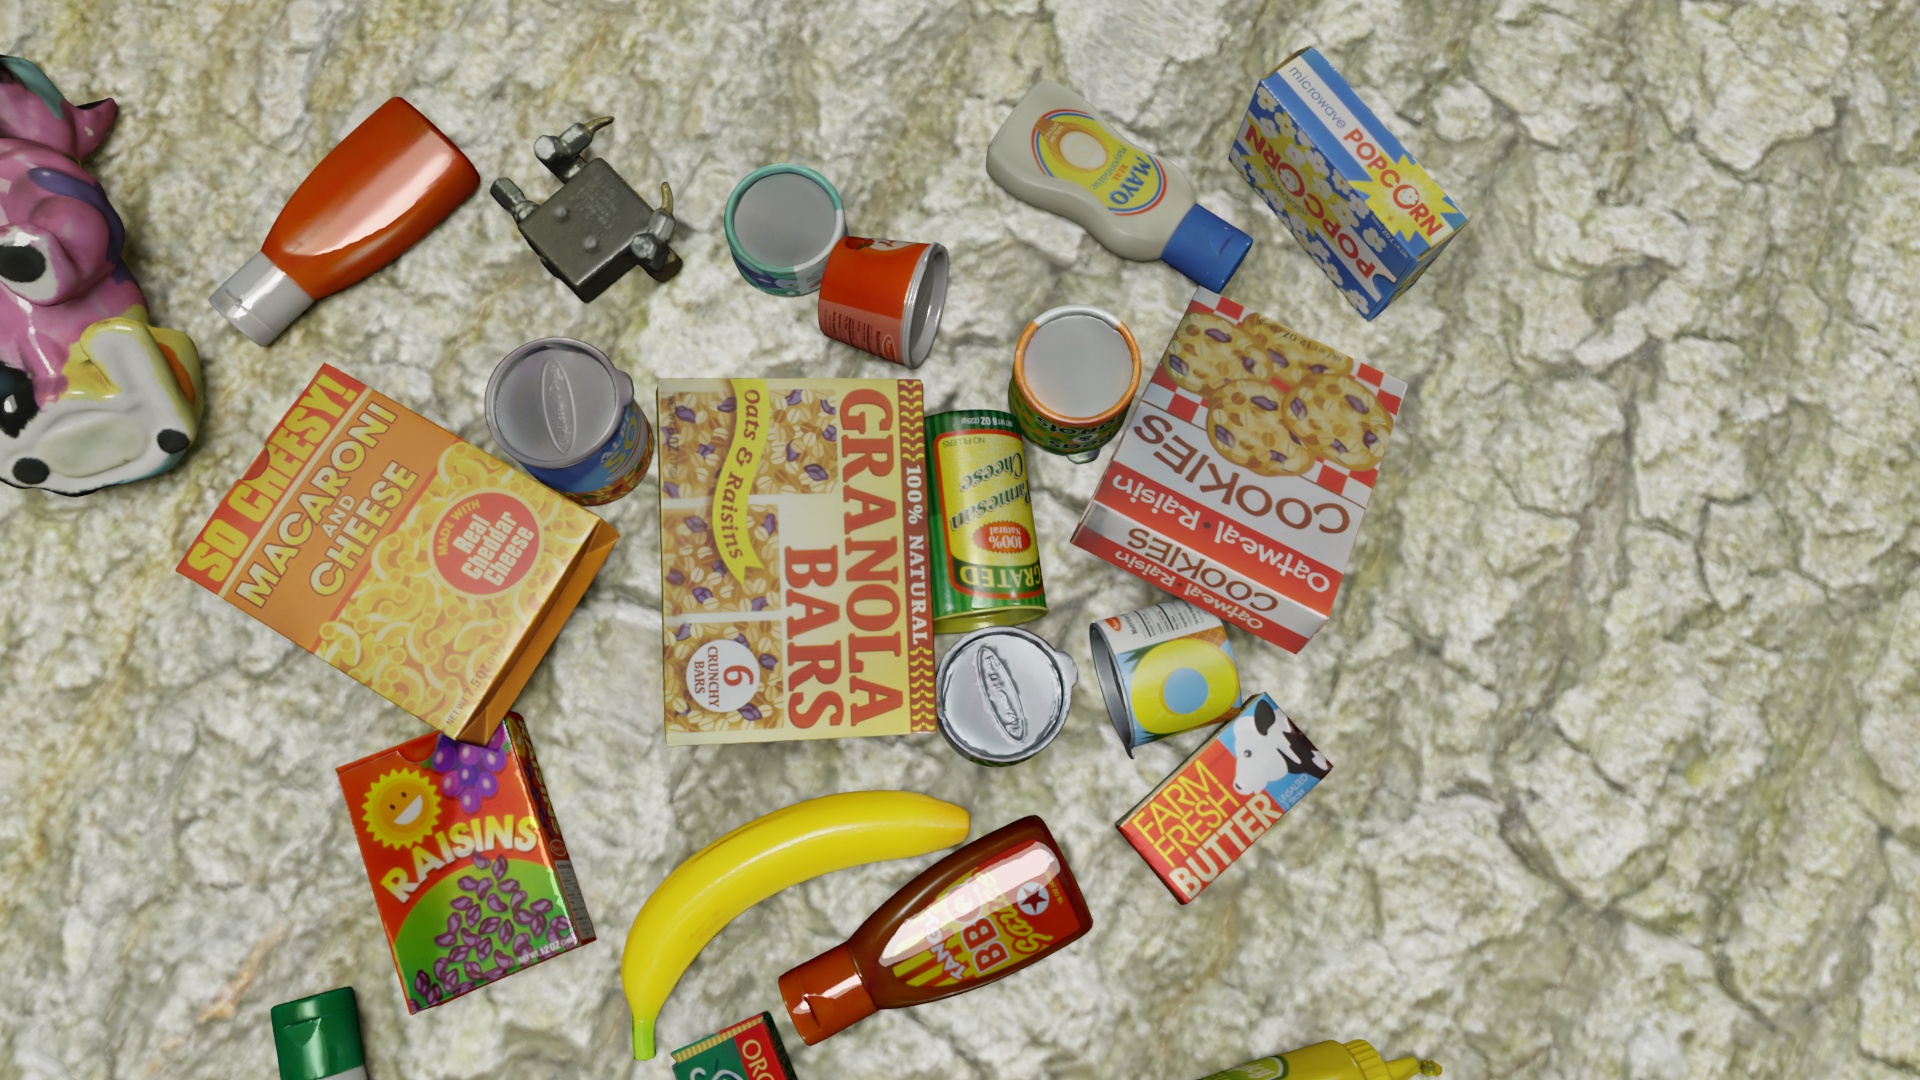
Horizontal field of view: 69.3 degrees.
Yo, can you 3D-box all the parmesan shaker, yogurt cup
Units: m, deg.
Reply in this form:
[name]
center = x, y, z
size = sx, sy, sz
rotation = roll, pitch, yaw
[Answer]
[parmesan shaker]
center = 0.003, -0.009, 0.705
size = 0.071, 0.071, 0.103
rotation = -7, 78, -3
[yogurt cup]
center = -0.041, -0.129, 0.735
size = 0.054, 0.072, 0.072
rotation = 15, 78, 10

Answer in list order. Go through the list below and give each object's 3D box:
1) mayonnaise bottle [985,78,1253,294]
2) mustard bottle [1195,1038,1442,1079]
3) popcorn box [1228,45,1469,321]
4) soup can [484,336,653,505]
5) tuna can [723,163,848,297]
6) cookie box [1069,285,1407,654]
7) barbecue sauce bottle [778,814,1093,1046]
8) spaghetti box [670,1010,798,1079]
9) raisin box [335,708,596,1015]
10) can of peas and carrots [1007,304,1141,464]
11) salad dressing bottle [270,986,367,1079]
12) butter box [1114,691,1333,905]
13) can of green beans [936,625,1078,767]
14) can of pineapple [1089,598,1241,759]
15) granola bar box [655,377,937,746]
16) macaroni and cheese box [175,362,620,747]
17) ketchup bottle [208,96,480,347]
[mayonnaise bottle]
center = 0.089, -0.190, 0.762
size = 0.148, 0.041, 0.065
rotation = 34, 77, 7
[mustard bottle]
center = 0.152, 0.269, 0.652
size = 0.160, 0.065, 0.049
rotation = -15, 84, -10
[popcorn box]
center = 0.203, -0.189, 0.742
size = 0.038, 0.085, 0.127
rotation = -36, 80, -9
[soup can]
center = -0.193, -0.058, 0.704
size = 0.071, 0.083, 0.071
rotation = 0, 78, -1
[tuna can]
center = -0.097, -0.171, 0.758
size = 0.071, 0.032, 0.071
rotation = 0, 78, -2
[cookie box]
center = 0.144, -0.039, 0.701
size = 0.123, 0.040, 0.168
rotation = 27, 55, 4
[barbecue sauce bottle]
center = -0.014, 0.193, 0.672
size = 0.149, 0.043, 0.065
rotation = -26, 91, -6
[spaghetti box]
center = -0.065, 0.346, 0.645
size = 0.050, 0.028, 0.250
rotation = -24, 79, -6
[raisin box]
center = -0.241, 0.154, 0.679
size = 0.086, 0.040, 0.123
rotation = -21, 78, -5
[can of peas and carrots]
center = 0.059, -0.081, 0.728
size = 0.071, 0.058, 0.071
rotation = 0, 78, -1
[salad dressing bottle]
center = -0.291, 0.286, 0.645
size = 0.064, 0.044, 0.148
rotation = -14, 78, -5
[butter box]
center = 0.132, 0.130, 0.700
size = 0.104, 0.024, 0.053
rotation = -41, 81, -10
[can of green beans]
center = 0.020, 0.079, 0.692
size = 0.071, 0.057, 0.071
rotation = 0, 78, -1
[can of pineapple]
center = 0.102, 0.066, 0.693
size = 0.058, 0.071, 0.071
rotation = -15, 79, -5
[granola bar box]
center = -0.077, 0.009, 0.647
size = 0.124, 0.039, 0.165
rotation = -1, 85, -12
[macaroni and cheese box]
center = -0.272, 0.005, 0.675
size = 0.166, 0.040, 0.124
rotation = 28, 78, 8
[ketchup bottle]
center = -0.333, -0.168, 0.746
size = 0.065, 0.043, 0.149
rotation = 42, 80, 8
